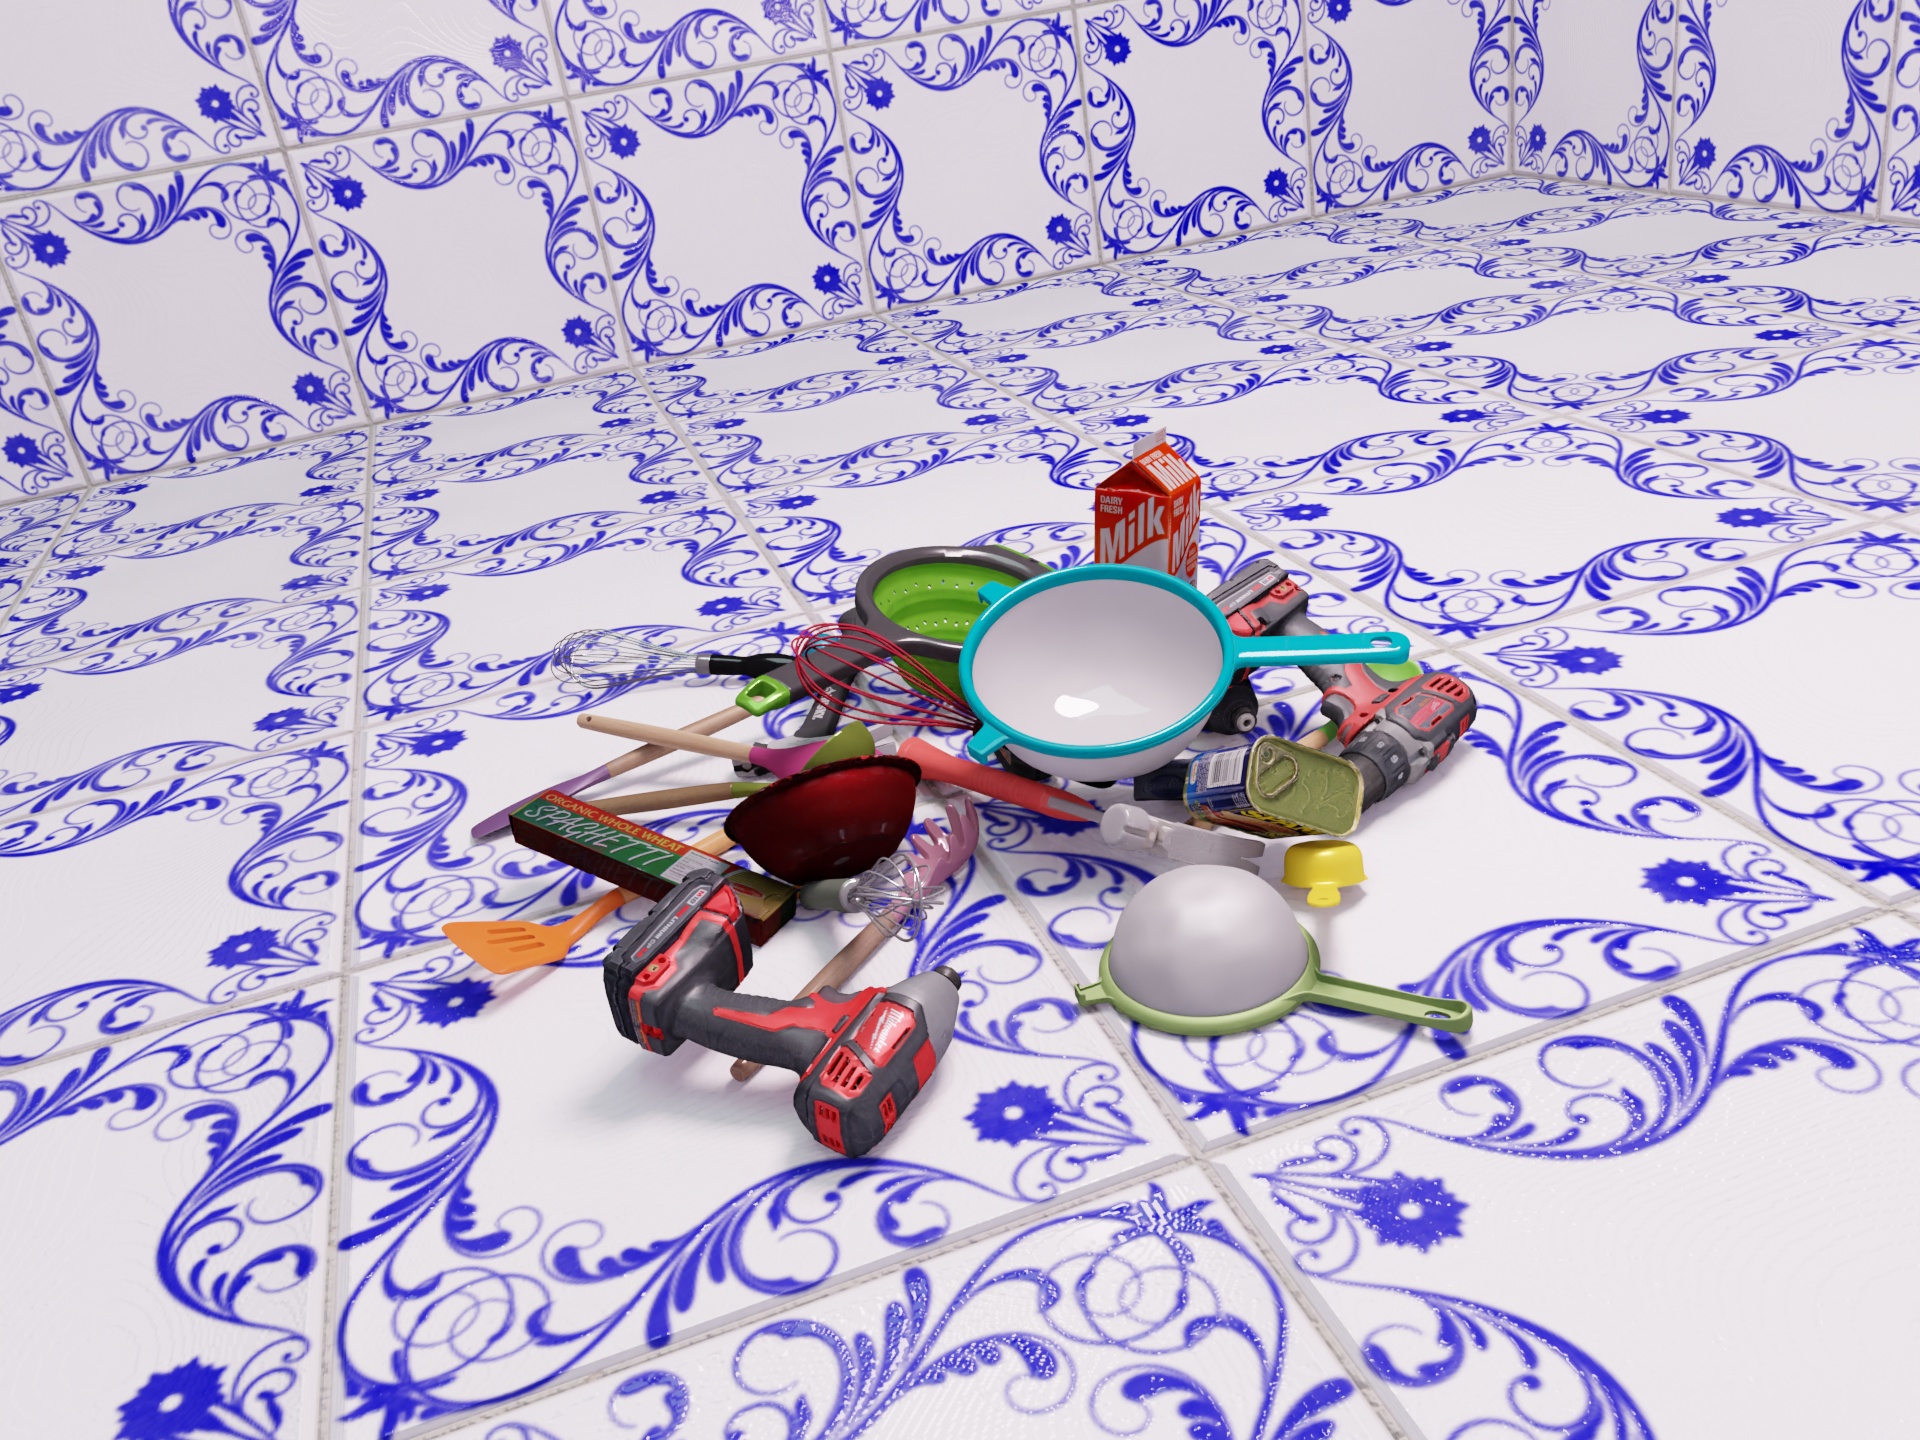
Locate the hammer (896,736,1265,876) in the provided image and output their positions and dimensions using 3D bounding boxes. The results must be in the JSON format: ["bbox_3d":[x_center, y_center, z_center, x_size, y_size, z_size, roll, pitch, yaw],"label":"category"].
[{"bbox_3d":[0.069,0.063,1.268,0.149,0.037,0.359,16,-1,-37],"label":"hammer"}]

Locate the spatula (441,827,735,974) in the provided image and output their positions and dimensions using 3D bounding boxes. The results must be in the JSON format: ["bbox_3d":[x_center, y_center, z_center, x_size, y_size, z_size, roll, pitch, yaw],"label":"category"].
[{"bbox_3d":[-0.256,0.125,1.283,0.081,0.041,0.322,27,42,36],"label":"spatula"}]

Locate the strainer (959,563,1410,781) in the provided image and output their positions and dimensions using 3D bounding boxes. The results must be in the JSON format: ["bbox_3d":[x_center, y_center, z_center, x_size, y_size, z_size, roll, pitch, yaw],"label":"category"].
[{"bbox_3d":[0.172,-0.024,1.237,0.340,0.095,0.211,-2,45,6],"label":"strainer"}]

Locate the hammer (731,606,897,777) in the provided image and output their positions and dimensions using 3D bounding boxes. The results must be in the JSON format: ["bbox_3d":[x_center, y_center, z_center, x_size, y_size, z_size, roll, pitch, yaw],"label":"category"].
[{"bbox_3d":[-0.117,-0.038,1.574,0.146,0.035,0.335,-5,26,10],"label":"hammer"}]

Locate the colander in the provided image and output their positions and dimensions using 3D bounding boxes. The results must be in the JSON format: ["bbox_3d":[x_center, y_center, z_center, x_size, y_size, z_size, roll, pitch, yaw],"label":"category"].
[{"bbox_3d":[-0.055,-0.053,1.477,0.205,0.094,0.397,29,39,30],"label":"colander"}]

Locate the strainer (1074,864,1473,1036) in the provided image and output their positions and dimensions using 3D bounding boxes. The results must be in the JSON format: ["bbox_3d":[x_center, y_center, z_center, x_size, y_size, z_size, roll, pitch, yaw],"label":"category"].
[{"bbox_3d":[0.208,0.148,1.045,0.256,0.069,0.151,8,31,35],"label":"strainer"}]

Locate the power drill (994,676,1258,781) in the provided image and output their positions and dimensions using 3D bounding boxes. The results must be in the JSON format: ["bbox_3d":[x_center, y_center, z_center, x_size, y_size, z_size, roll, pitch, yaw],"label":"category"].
[{"bbox_3d":[0.140,-0.016,1.397,0.223,0.080,0.171,-11,25,-10],"label":"power drill"}]

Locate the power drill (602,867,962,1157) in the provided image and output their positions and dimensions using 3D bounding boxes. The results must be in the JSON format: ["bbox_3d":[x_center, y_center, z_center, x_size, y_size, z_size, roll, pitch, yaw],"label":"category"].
[{"bbox_3d":[-0.111,0.185,1.041,0.220,0.078,0.143,19,44,26],"label":"power drill"}]

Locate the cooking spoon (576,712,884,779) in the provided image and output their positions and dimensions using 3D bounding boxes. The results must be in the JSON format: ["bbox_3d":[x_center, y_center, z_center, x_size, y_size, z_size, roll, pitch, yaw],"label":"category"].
[{"bbox_3d":[-0.209,0.026,1.427,0.319,0.017,0.069,10,65,21],"label":"cooking spoon"}]

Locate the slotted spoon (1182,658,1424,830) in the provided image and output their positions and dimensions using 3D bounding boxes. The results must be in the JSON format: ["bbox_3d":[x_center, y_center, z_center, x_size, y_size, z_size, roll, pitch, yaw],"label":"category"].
[{"bbox_3d":[0.282,0.025,1.320,0.314,0.031,0.070,-31,40,-33],"label":"slotted spoon"}]

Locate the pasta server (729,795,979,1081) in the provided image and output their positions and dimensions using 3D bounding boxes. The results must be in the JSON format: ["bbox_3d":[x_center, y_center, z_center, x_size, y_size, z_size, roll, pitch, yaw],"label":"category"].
[{"bbox_3d":[-0.072,0.154,1.165,0.060,0.040,0.316,-25,12,43],"label":"pasta server"}]

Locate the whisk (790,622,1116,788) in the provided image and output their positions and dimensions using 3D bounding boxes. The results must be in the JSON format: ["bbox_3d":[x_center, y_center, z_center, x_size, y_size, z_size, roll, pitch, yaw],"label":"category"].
[{"bbox_3d":[-0.002,-0.004,1.281,0.295,0.073,0.073,22,20,-16],"label":"whisk"}]

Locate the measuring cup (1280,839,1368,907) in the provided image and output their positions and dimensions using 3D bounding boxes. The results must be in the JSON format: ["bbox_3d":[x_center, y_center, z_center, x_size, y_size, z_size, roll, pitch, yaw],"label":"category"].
[{"bbox_3d":[0.251,0.105,1.098,0.062,0.029,0.156,-3,2,13],"label":"measuring cup"}]

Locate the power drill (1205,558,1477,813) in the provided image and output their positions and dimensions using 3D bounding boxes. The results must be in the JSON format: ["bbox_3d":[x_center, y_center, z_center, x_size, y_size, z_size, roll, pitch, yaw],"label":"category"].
[{"bbox_3d":[0.284,-0.020,1.295,0.227,0.080,0.188,38,52,26],"label":"power drill"}]

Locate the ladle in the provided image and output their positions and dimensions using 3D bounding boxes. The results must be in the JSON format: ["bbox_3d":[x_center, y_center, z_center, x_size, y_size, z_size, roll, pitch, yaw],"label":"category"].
[{"bbox_3d":[-0.220,0.051,1.373,0.320,0.062,0.078,-8,3,21],"label":"ladle"}]

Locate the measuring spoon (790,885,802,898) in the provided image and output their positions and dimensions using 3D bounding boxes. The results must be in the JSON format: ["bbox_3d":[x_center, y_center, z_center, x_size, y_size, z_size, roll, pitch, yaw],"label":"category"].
[{"bbox_3d":[-0.173,0.140,1.255,0.117,0.011,0.021,-10,26,-3],"label":"measuring spoon"}]

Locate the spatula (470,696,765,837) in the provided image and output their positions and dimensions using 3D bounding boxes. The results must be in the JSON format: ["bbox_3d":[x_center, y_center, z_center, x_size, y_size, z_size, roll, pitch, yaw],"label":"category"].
[{"bbox_3d":[-0.302,0.036,1.469,0.316,0.018,0.060,-25,18,-13],"label":"spatula"}]

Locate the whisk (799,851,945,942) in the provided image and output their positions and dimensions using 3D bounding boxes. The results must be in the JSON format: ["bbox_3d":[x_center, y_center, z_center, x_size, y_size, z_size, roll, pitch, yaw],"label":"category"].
[{"bbox_3d":[-0.071,0.125,1.126,0.057,0.059,0.246,-1,-5,-22],"label":"whisk"}]

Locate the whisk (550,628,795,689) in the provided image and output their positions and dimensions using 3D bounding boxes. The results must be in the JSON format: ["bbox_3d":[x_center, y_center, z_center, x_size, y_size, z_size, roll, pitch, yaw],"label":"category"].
[{"bbox_3d":[-0.296,-0.061,1.661,0.284,0.070,0.070,3,28,13],"label":"whisk"}]

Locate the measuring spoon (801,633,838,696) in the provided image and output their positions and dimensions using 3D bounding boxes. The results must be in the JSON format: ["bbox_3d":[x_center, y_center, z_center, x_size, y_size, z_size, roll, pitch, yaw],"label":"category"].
[{"bbox_3d":[-0.142,-0.058,1.557,0.042,0.021,0.129,-9,24,5],"label":"measuring spoon"}]
